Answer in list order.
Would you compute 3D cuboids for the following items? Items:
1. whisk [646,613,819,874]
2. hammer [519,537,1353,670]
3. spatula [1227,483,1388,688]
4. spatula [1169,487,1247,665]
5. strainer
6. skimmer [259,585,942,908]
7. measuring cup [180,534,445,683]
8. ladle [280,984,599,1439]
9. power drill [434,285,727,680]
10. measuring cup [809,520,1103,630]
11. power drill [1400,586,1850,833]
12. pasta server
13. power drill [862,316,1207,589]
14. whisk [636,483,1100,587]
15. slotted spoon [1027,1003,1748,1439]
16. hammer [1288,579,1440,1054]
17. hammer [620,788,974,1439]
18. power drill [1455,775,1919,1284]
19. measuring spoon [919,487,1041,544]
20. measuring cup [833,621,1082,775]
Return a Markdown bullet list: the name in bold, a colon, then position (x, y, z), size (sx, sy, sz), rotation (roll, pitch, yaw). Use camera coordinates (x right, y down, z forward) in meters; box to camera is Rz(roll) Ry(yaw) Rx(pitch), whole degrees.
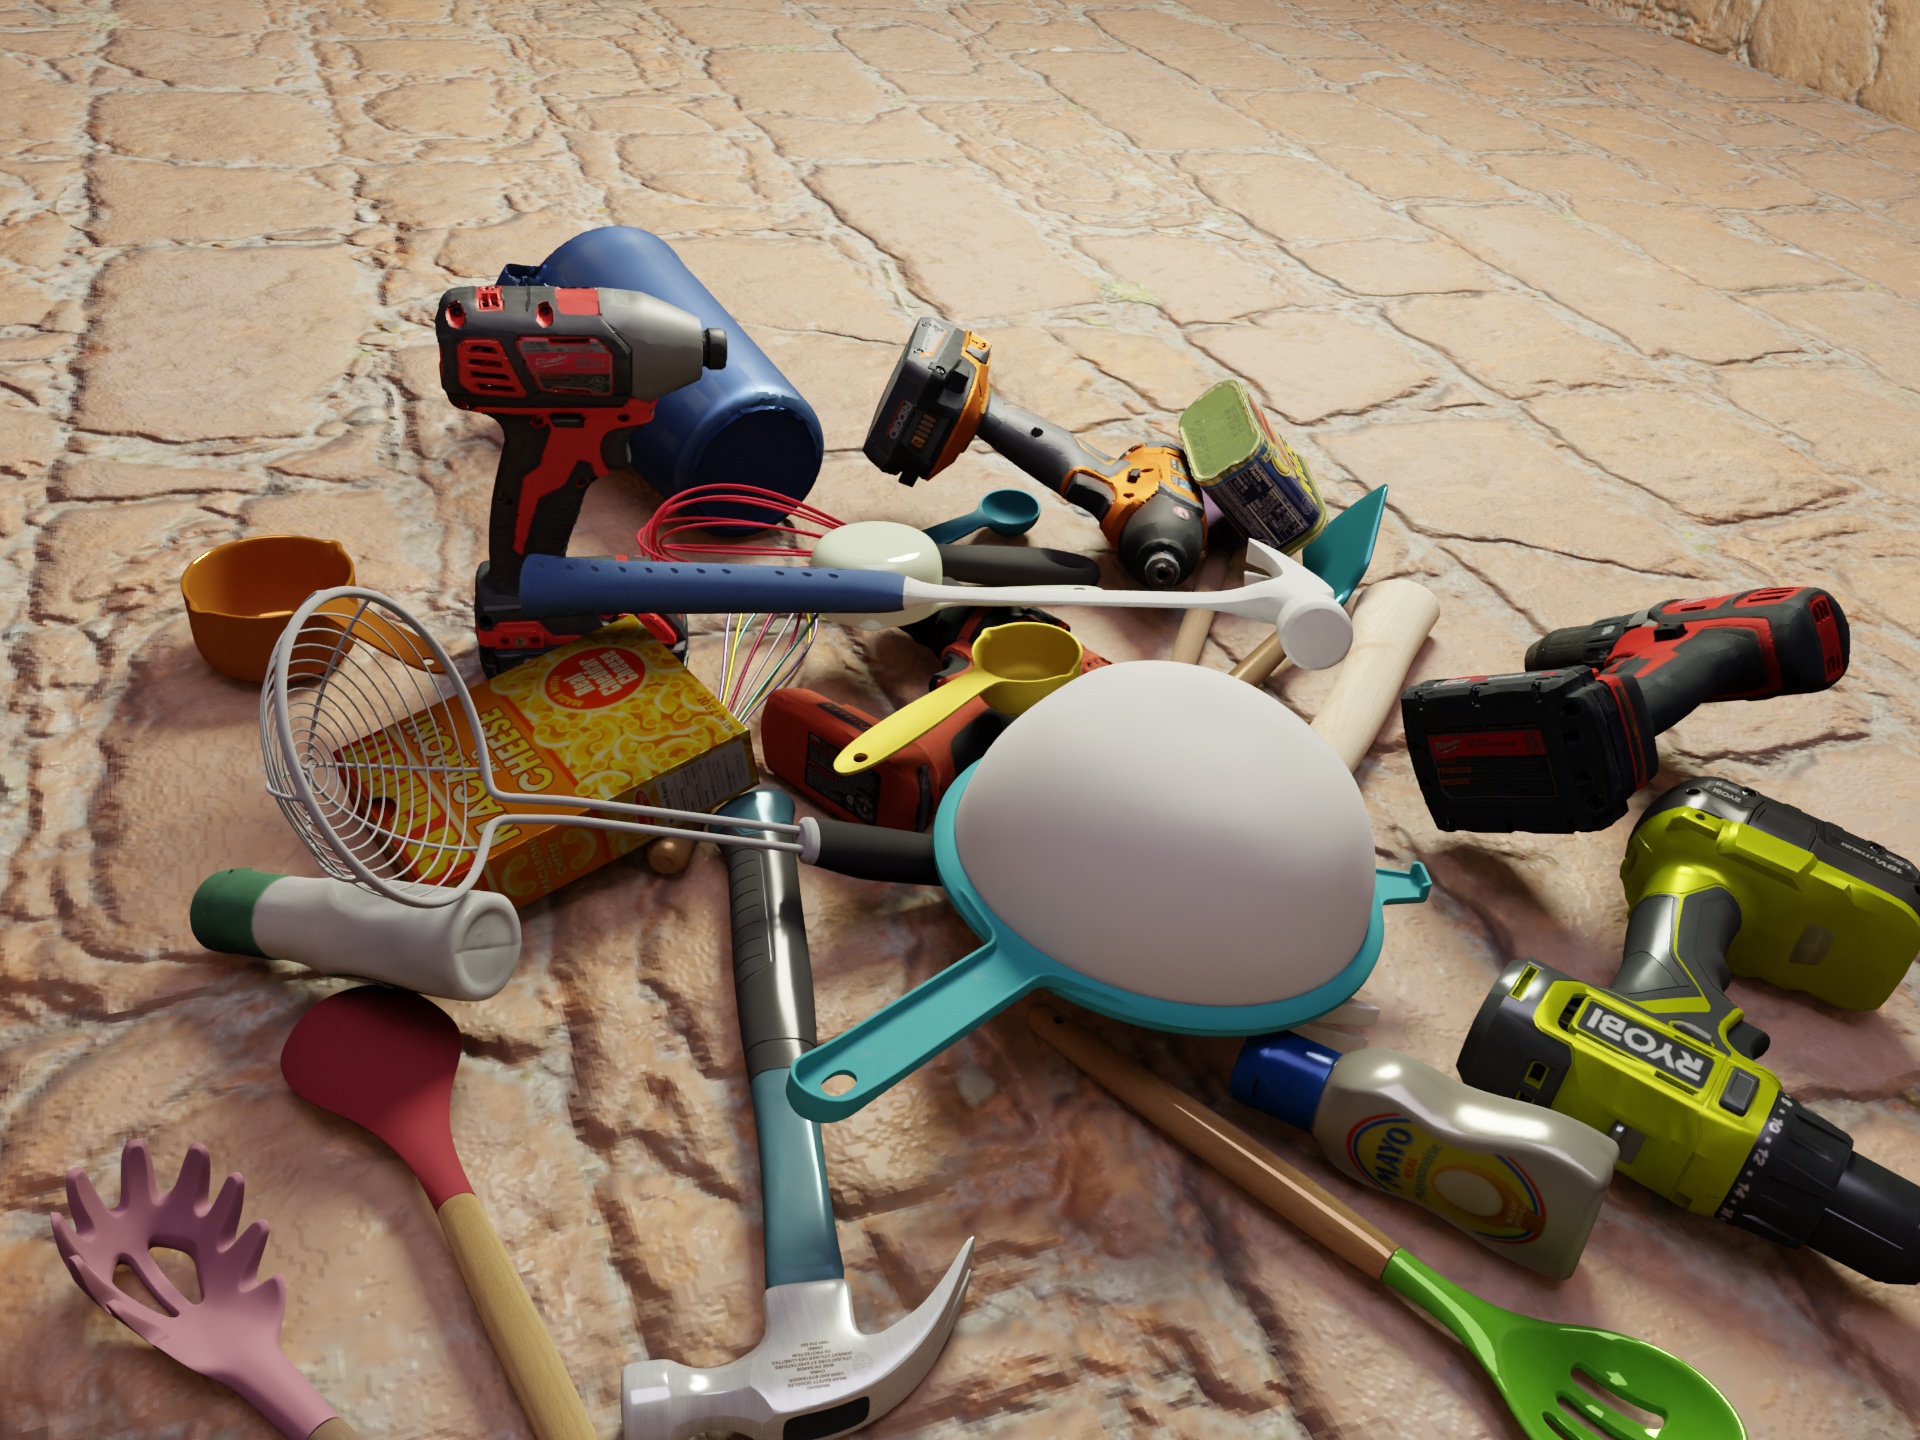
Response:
- **whisk**: position (-0.118, -0.005, 0.857), size (0.051, 0.047, 0.245), rotation (1, 39, 12)
- **hammer**: position (-0.017, -0.065, 0.812), size (0.405, 0.035, 0.144), rotation (1, 18, 2)
- **spatula**: position (0.179, -0.048, 0.959), size (0.044, 0.082, 0.317), rotation (51, 49, 0)
- **spatula**: position (0.164, -0.097, 1.049), size (0.060, 0.018, 0.316), rotation (18, 36, 7)
- **strainer**: position (0.057, 0.055, 0.668), size (0.211, 0.095, 0.340), rotation (32, 37, 28)
- **skimmer**: position (-0.107, 0.032, 0.675), size (0.363, 0.090, 0.127), rotation (11, 54, -30)
- **measuring cup**: position (-0.340, -0.042, 0.858), size (0.174, 0.052, 0.095), rotation (25, 39, 20)
- **ladle**: position (-0.175, 0.197, 0.577), size (0.069, 0.031, 0.316), rotation (-16, 43, -32)
- **power drill**: position (-0.197, -0.124, 0.850), size (0.143, 0.219, 0.079), rotation (-3, 37, -14)
- **measuring cup**: position (-0.003, -0.085, 0.892), size (0.167, 0.038, 0.083), rotation (0, 30, 2)
- **power drill**: position (0.344, -0.014, 0.873), size (0.226, 0.080, 0.188), rotation (-22, 8, -30)
- **pasta server**: position (-0.186, 0.240, 0.504), size (0.316, 0.040, 0.060), rotation (29, 30, 26)
- **power drill**: position (0.056, -0.162, 1.019), size (0.226, 0.084, 0.164), rotation (25, 29, -10)
- **whisk**: position (-0.052, -0.103, 0.991), size (0.295, 0.073, 0.073), rotation (3, 35, -16)
- **slotted spoon**: position (0.149, 0.199, 0.630), size (0.314, 0.031, 0.070), rotation (30, 41, 32)
- **hammer**: position (0.208, 0.025, 0.873), size (0.146, 0.038, 0.411), rotation (23, 38, 18)
- **hammer**: position (-0.076, 0.141, 0.664), size (0.128, 0.033, 0.331), rotation (-2, 36, -11)
- **power drill**: position (0.355, 0.133, 0.716), size (0.191, 0.080, 0.228), rotation (27, 43, 26)
- **measuring spoon**: position (-0.002, -0.121, 1.061), size (0.128, 0.021, 0.042), rotation (-25, 50, -24)
- **measuring cup**: position (-0.001, -0.003, 0.791), size (0.156, 0.029, 0.062), rotation (-32, 45, -32)
